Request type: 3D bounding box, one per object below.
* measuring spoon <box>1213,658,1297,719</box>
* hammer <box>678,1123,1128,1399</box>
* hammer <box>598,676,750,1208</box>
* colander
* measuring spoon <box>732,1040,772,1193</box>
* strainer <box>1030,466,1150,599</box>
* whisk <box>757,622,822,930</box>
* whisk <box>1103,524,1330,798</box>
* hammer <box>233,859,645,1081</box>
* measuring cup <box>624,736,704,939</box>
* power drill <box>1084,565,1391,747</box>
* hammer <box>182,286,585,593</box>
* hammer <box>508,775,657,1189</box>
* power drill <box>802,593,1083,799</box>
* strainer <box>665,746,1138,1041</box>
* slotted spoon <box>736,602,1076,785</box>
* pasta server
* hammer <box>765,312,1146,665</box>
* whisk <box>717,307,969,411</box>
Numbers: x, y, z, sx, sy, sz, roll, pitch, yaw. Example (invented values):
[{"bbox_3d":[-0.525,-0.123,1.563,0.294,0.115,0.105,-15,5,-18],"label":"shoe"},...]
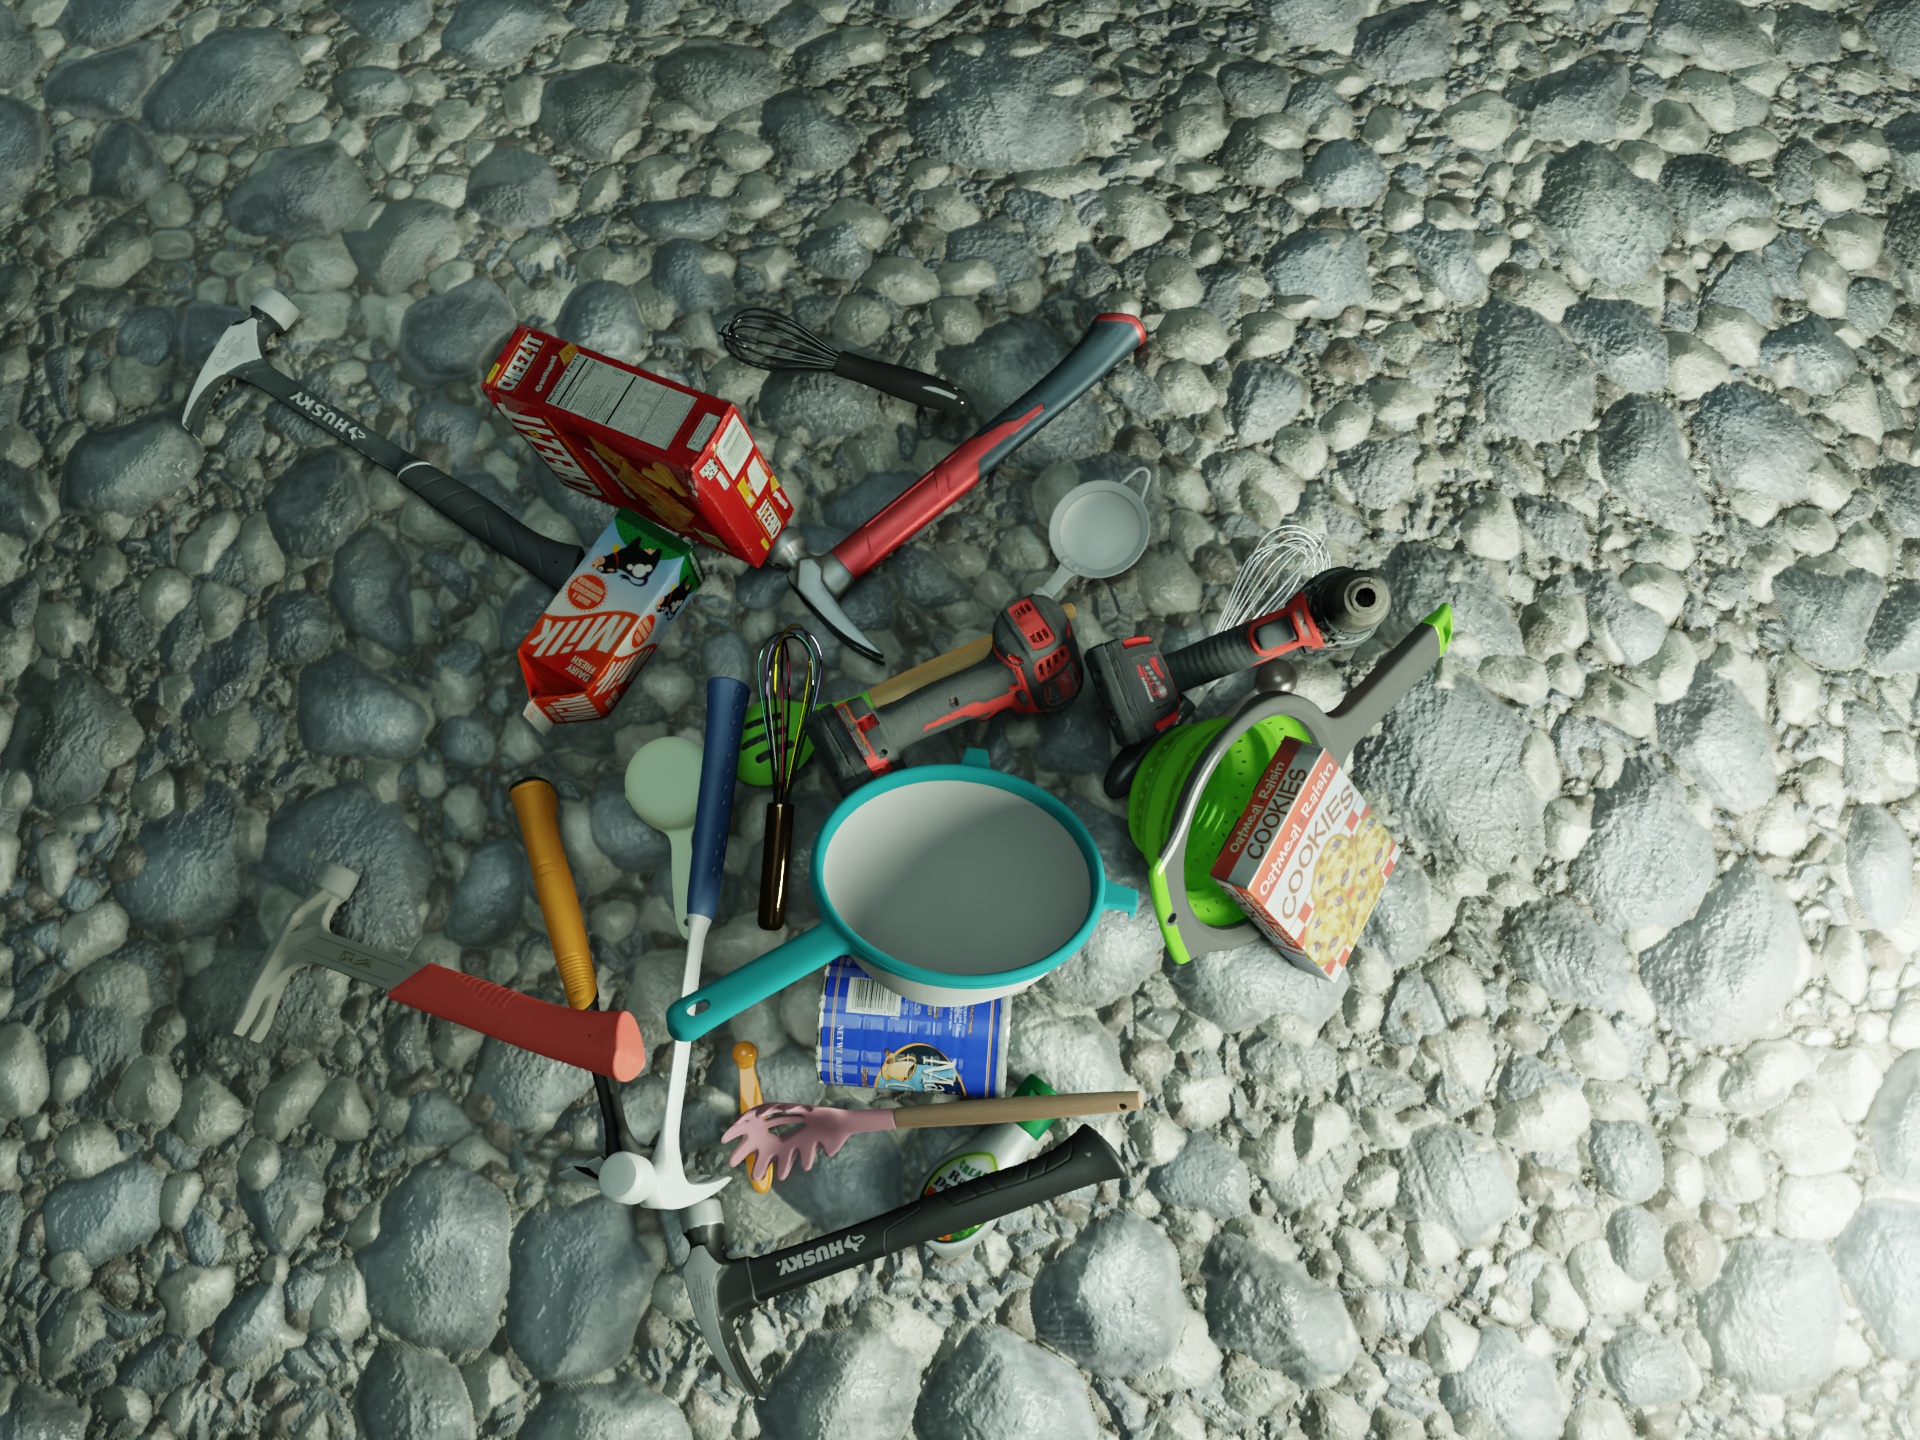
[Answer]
[{"bbox_3d":[0.230,-0.007,1.313,0.124,0.018,0.034,-41,77,-10],"label":"measuring spoon"},{"bbox_3d":[-0.039,0.371,1.148,0.335,0.035,0.146,-21,60,6],"label":"hammer"},{"bbox_3d":[-0.199,0.164,1.215,0.035,0.144,0.406,-3,68,18],"label":"hammer"},{"bbox_3d":[0.252,0.019,1.265,0.095,0.204,0.397,22,53,43],"label":"colander"},{"bbox_3d":[-0.161,0.305,1.228,0.021,0.011,0.117,-10,73,-2],"label":"measuring spoon"},{"bbox_3d":[0.073,-0.109,1.337,0.087,0.050,0.258,40,83,19],"label":"strainer"},{"bbox_3d":[-0.144,0.045,1.263,0.051,0.047,0.245,5,91,-3],"label":"whisk"},{"bbox_3d":[0.210,-0.047,1.310,0.070,0.070,0.284,38,83,12],"label":"whisk"},{"bbox_3d":[-0.386,0.212,1.182,0.359,0.036,0.149,12,69,28],"label":"hammer"},{"bbox_3d":[-0.229,0.092,1.280,0.083,0.038,0.168,-9,71,-2],"label":"measuring cup"},{"bbox_3d":[0.211,-0.056,1.193,0.226,0.188,0.080,-21,89,4],"label":"power drill"},{"bbox_3d":[-0.495,-0.223,1.386,0.409,0.036,0.149,33,77,10],"label":"hammer"},{"bbox_3d":[-0.298,0.194,1.220,0.034,0.127,0.337,-24,68,8],"label":"hammer"},{"bbox_3d":[-0.002,-0.004,1.260,0.219,0.143,0.079,-30,63,-2],"label":"power drill"},{"bbox_3d":[-0.055,0.159,1.126,0.340,0.095,0.211,-26,51,-29],"label":"strainer"},{"bbox_3d":[-0.050,-0.030,1.304,0.314,0.031,0.070,-24,73,-1],"label":"slotted spoon"},{"bbox_3d":[-0.023,0.295,1.169,0.316,0.040,0.060,-8,112,15],"label":"pasta server"},{"bbox_3d":[0.022,-0.214,1.371,0.386,0.038,0.143,-40,78,-10],"label":"hammer"},{"bbox_3d":[-0.102,-0.310,1.387,0.239,0.055,0.055,20,74,13],"label":"whisk"}]
